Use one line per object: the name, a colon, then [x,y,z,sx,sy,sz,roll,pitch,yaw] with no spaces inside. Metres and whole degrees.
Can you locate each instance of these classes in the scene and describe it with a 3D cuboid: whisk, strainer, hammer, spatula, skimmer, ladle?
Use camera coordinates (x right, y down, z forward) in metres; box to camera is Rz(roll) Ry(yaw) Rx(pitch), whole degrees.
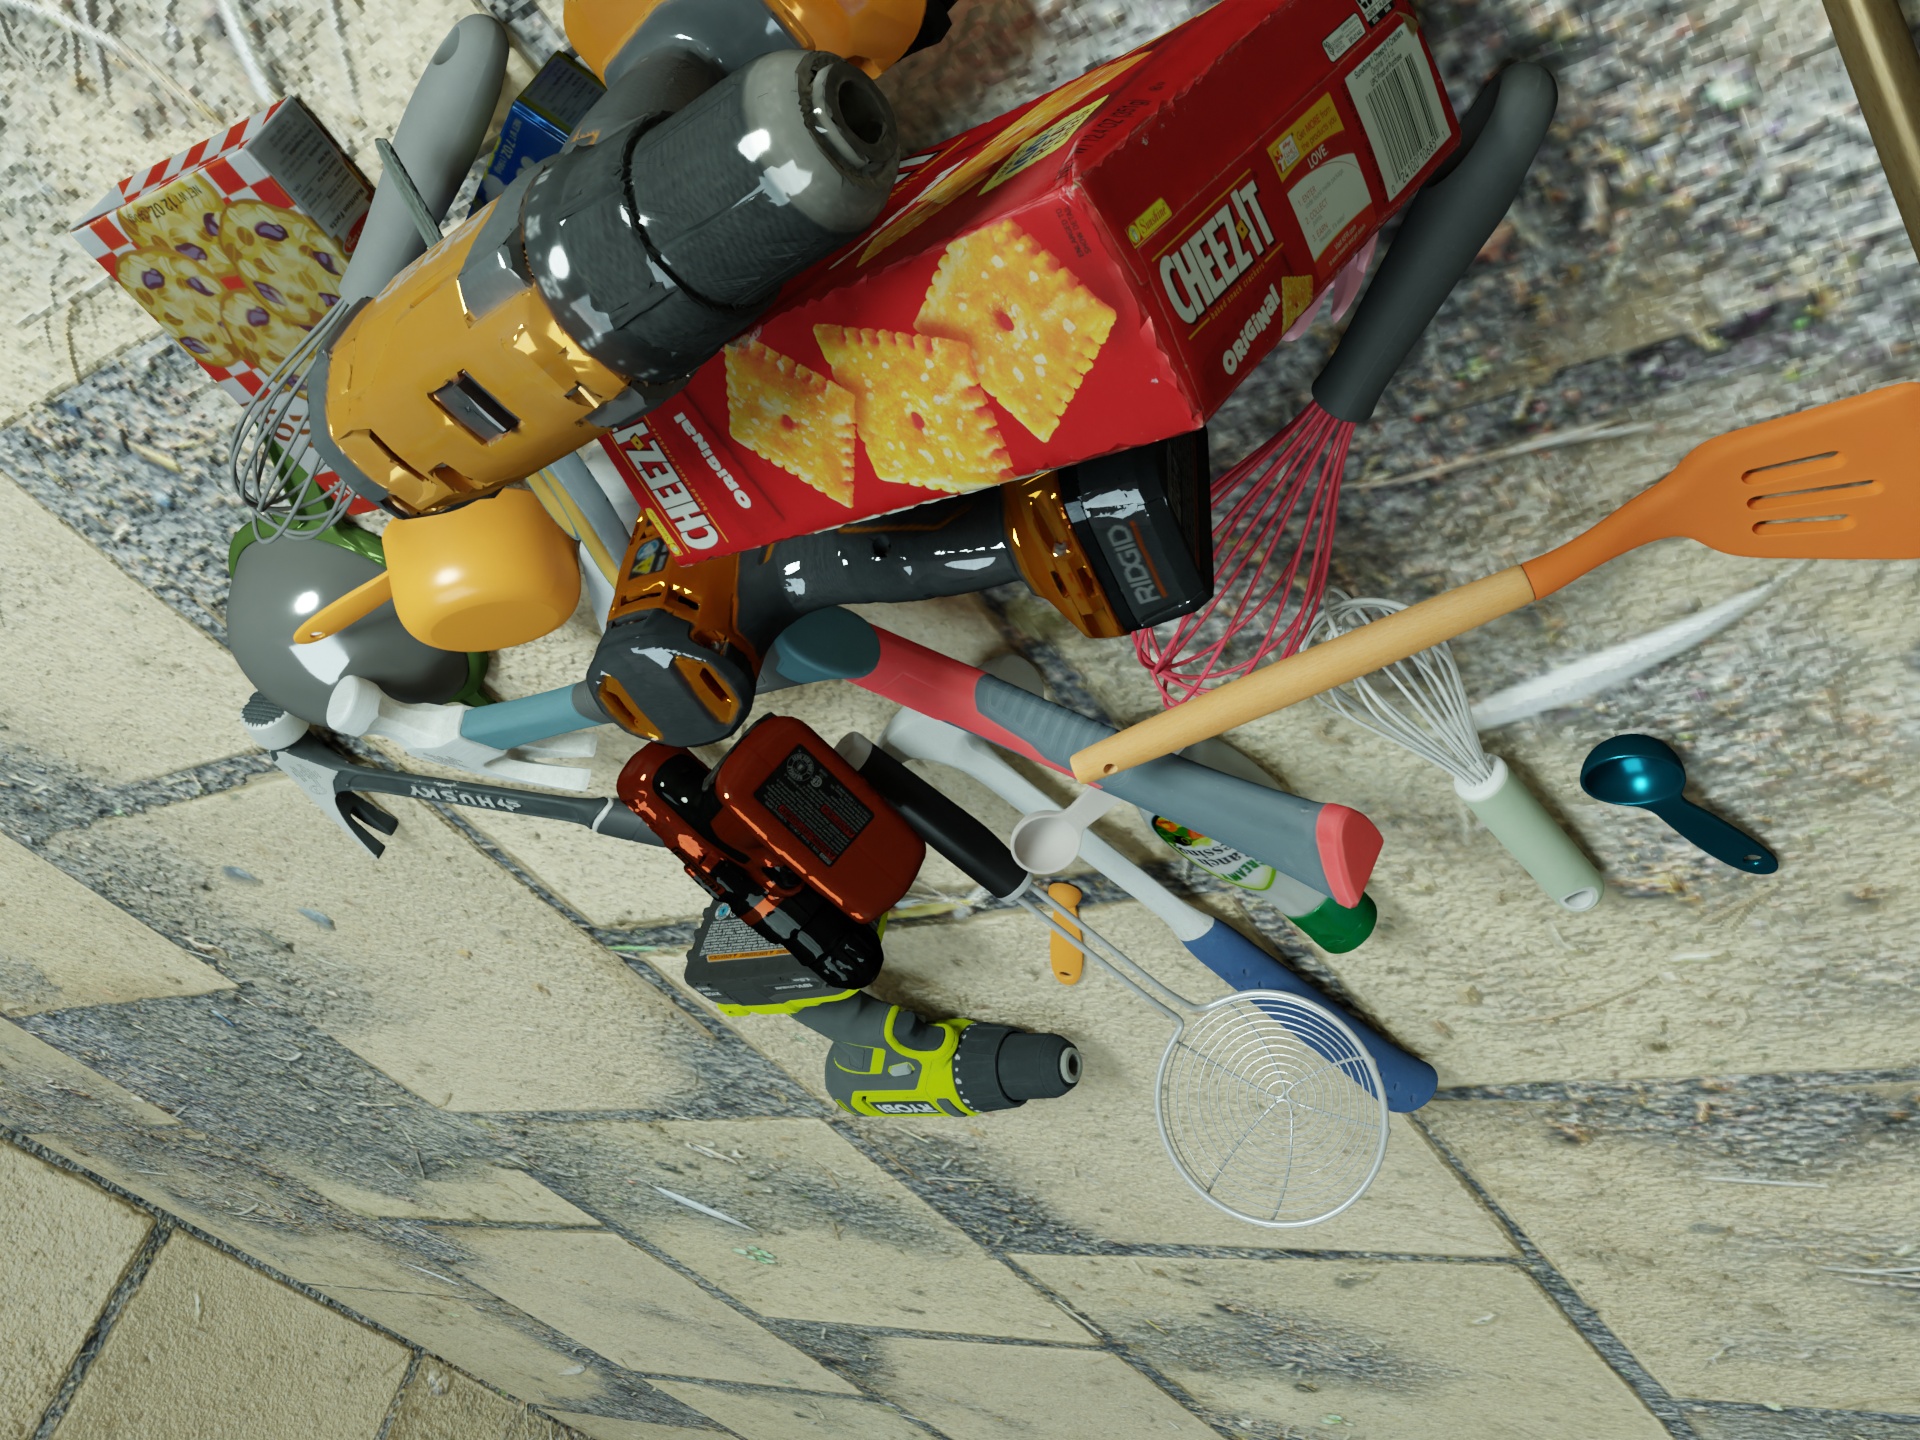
whisk: [-0.228,-0.161,0.611,0.055,0.055,0.239,30,120,-14]
strainer: [-0.338,-0.067,0.824,0.151,0.069,0.256,15,146,6]
hammer: [-0.001,-0.002,0.721,0.386,0.038,0.143,24,147,13]
hammer: [-0.167,-0.011,0.757,0.331,0.033,0.128,-10,155,42]
spatula: [0.190,-0.036,0.590,0.322,0.041,0.080,-24,131,15]
whisk: [0.224,0.020,0.699,0.058,0.059,0.246,-30,129,27]
whisk: [0.129,-0.101,0.572,0.073,0.073,0.295,21,139,-3]
hammer: [-0.236,0.059,0.976,0.409,0.036,0.149,8,144,15]
hammer: [0.118,0.109,0.874,0.405,0.035,0.144,38,141,-24]
skimmer: [0.075,0.133,0.818,0.363,0.090,0.127,40,107,-22]
ladle: [0.317,-0.113,0.490,0.078,0.062,0.320,-22,121,33]

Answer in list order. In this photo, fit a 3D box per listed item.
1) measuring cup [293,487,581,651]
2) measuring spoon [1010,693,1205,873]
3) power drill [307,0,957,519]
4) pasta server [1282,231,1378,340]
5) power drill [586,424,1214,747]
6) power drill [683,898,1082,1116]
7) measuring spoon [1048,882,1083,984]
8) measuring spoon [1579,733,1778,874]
measuring cup: [-0.258,-0.052,0.767,0.173,0.052,0.095,-24,162,24]
measuring spoon: [0.073,0.027,0.761,0.124,0.018,0.034,-42,116,14]
power drill: [-0.068,-0.165,0.429,0.185,0.226,0.084,-17,131,40]
pasta server: [0.110,-0.239,0.412,0.060,0.040,0.316,28,147,20]
power drill: [-0.024,-0.084,0.602,0.226,0.164,0.084,-13,135,20]
power drill: [-0.047,0.188,1.024,0.190,0.080,0.228,-11,138,36]
measuring spoon: [0.062,0.132,0.951,0.021,0.011,0.116,11,144,12]
measuring spoon: [0.322,0.036,0.703,0.128,0.021,0.042,28,145,-28]
